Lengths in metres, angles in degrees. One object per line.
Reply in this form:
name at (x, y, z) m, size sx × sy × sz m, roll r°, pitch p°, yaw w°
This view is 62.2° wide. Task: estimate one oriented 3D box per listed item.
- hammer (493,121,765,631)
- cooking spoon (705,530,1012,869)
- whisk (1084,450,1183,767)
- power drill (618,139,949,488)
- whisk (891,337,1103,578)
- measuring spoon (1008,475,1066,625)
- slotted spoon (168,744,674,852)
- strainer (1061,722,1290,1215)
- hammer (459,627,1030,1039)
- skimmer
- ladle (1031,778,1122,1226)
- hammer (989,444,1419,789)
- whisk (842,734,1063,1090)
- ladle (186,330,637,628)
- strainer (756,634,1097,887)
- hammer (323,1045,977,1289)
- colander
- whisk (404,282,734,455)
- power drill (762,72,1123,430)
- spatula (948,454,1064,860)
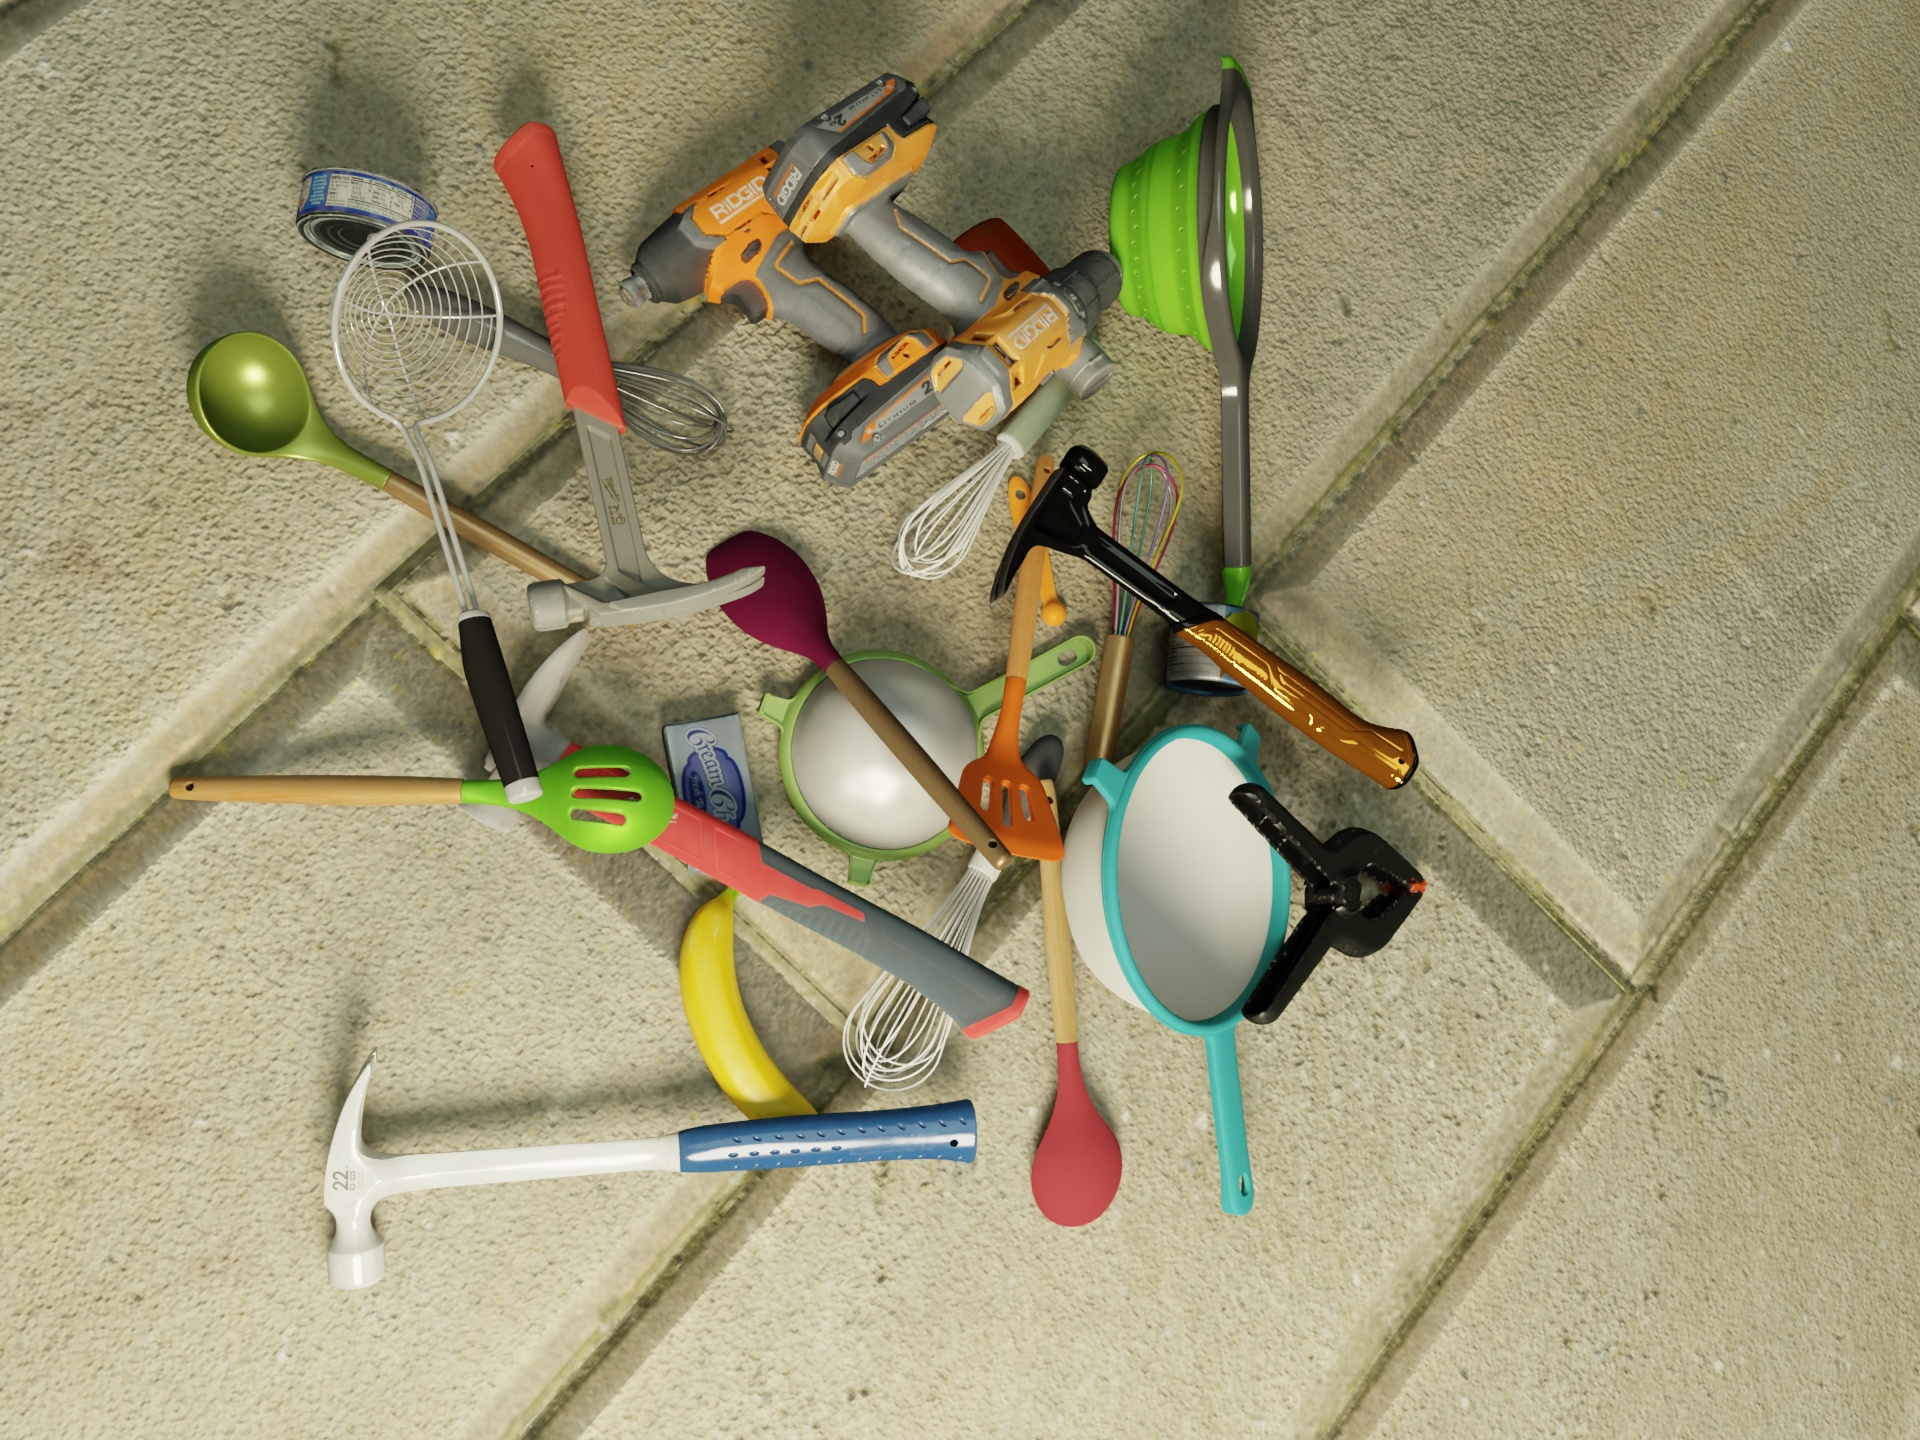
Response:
hammer at (-0.239, -0.235, 1.051) m, size 0.149 × 0.036 × 0.359 m, roll -12°, pitch 75°, yaw -13°
cooking spoon at (-0.068, -0.019, 1.058) m, size 0.069 × 0.017 × 0.319 m, roll -33°, pitch 65°, yaw -18°
whisk at (0.123, -0.082, 1.161) m, size 0.047 × 0.051 × 0.245 m, roll 10°, pitch 82°, yaw 4°
power drill at (-0.120, -0.279, 1.120) m, size 0.164 × 0.084 × 0.226 m, roll -39°, pitch 89°, yaw -17°
whisk at (0.031, -0.196, 1.169) m, size 0.246 × 0.059 × 0.057 m, roll -51°, pitch 134°, yaw -20°
measuring spoon at (0.057, -0.127, 1.179) m, size 0.021 × 0.011 × 0.117 m, roll -14°, pitch 86°, yaw -17°
slotted spoon at (-0.340, 0.046, 1.004) m, size 0.313 × 0.031 × 0.070 m, roll 1°, pitch 77°, yaw -1°
strainer at (0.144, 0.174, 1.113) m, size 0.211 × 0.095 × 0.340 m, roll -11°, pitch 94°, yaw -47°
hammer at (-0.124, 0.086, 1.042) m, size 0.386 × 0.038 × 0.143 m, roll 28°, pitch 80°, yaw 2°
skimmer at (-0.304, -0.131, 0.994) m, size 0.127 × 0.090 × 0.363 m, roll -4°, pitch 71°, yaw -56°
ladle at (0.073, 0.198, 1.112) m, size 0.069 × 0.031 × 0.315 m, roll -4°, pitch 88°, yaw -19°
hammer at (0.182, -0.048, 1.121) m, size 0.336 × 0.034 × 0.127 m, roll 34°, pitch 75°, yaw -9°
whisk at (0.003, 0.128, 1.108) m, size 0.070 × 0.070 × 0.285 m, roll 33°, pitch 70°, yaw -9°
ladle at (-0.352, -0.148, 1.048) m, size 0.320 × 0.062 × 0.078 m, roll 30°, pitch 68°, yaw -12°
strainer at (-0.002, -0.004, 1.114) m, size 0.256 × 0.069 × 0.151 m, roll -28°, pitch 90°, yaw -19°
hammer at (-0.190, 0.270, 1.012) m, size 0.405 × 0.035 × 0.144 m, roll -1°, pitch 97°, yaw -12°
colander at (0.168, -0.278, 1.190) m, size 0.094 × 0.204 × 0.397 m, roll 1°, pitch 99°, yaw 18°
whisk at (-0.268, -0.244, 1.093) m, size 0.239 × 0.055 × 0.055 m, roll 24°, pitch 76°, yaw -6°
power drill at (0.000, -0.329, 1.090) m, size 0.226 × 0.084 × 0.185 m, roll 47°, pitch 57°, yaw -4°
spatula at (0.045, -0.052, 1.107) m, size 0.081 × 0.041 × 0.323 m, roll 14°, pitch 65°, yaw -13°
